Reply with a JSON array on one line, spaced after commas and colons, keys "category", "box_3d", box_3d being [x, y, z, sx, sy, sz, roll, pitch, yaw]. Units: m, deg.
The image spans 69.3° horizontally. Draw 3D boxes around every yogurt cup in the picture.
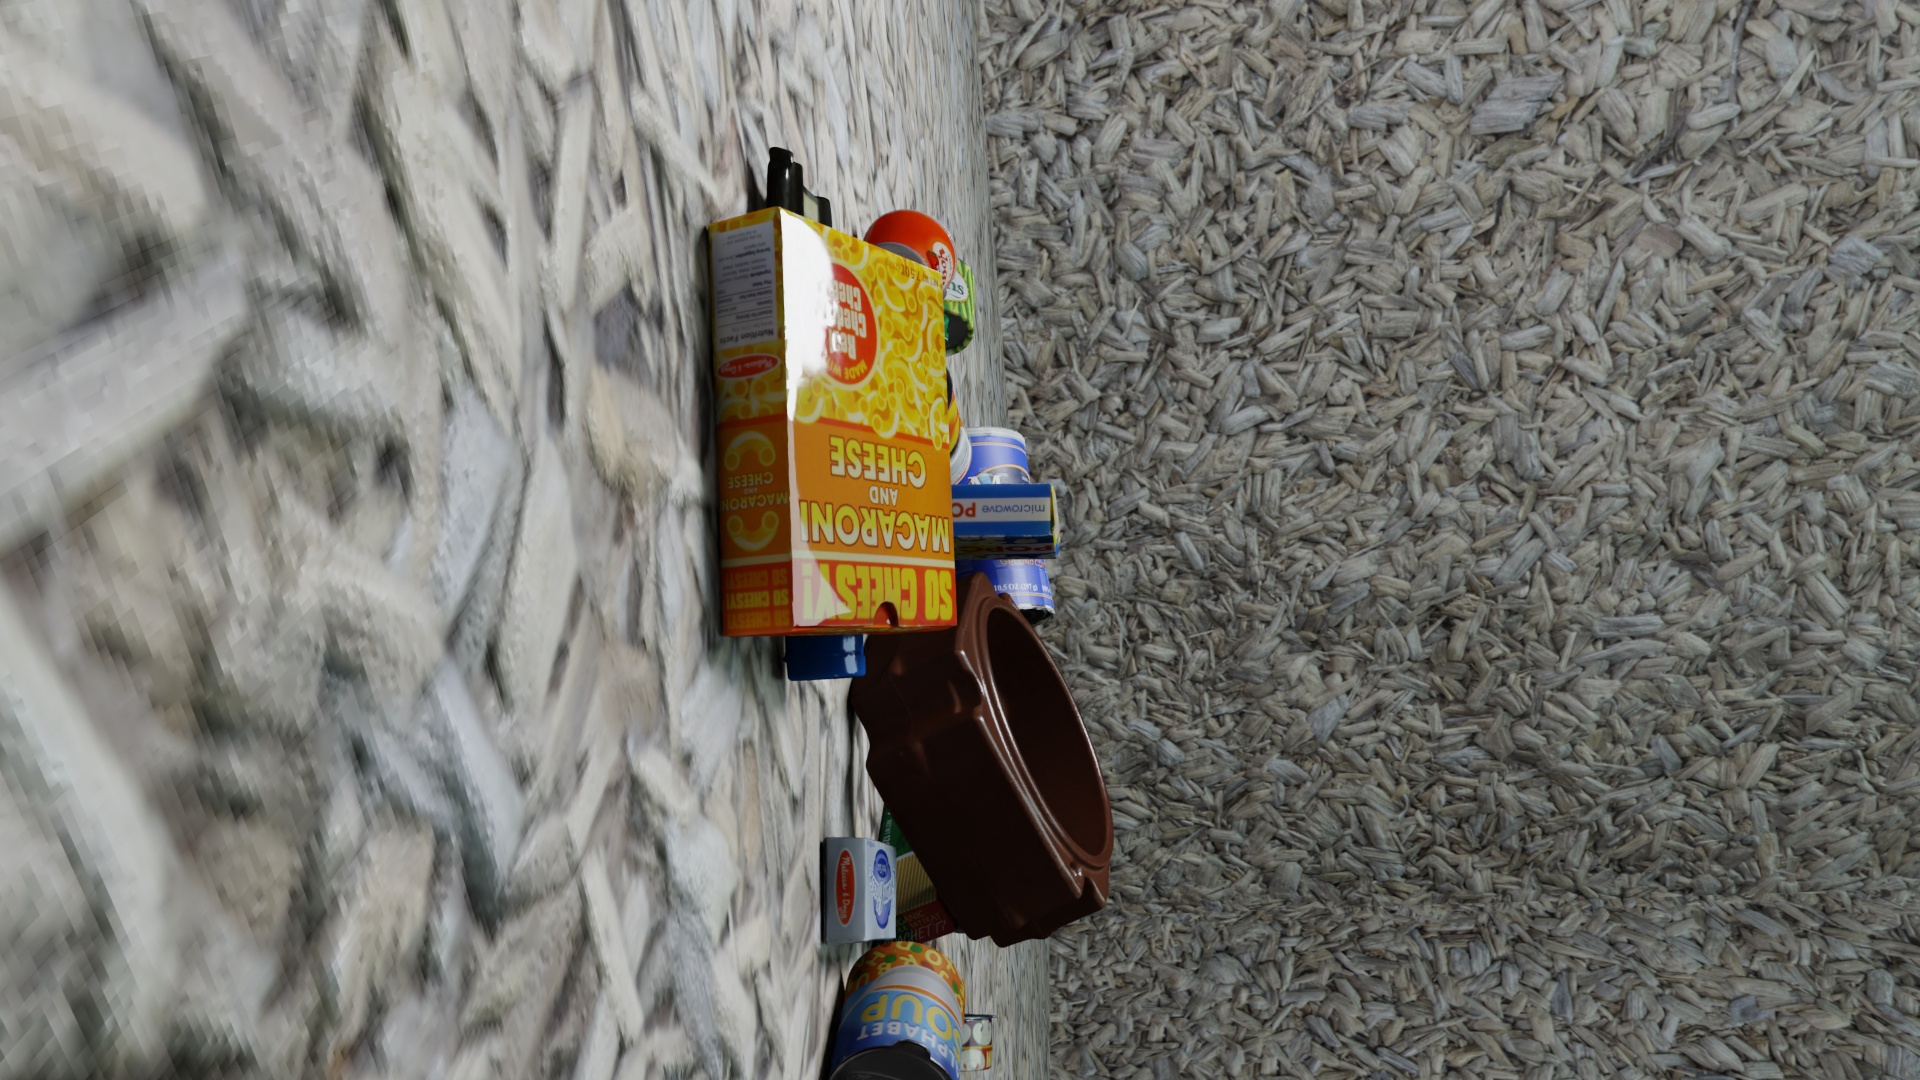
[{"category": "yogurt cup", "box_3d": [-0.040, -0.184, 0.939, 0.054, 0.072, 0.072, -70, 157, -58]}]

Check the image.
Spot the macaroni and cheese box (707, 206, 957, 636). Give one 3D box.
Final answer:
[{"category": "macaroni and cheese box", "box_3d": [-0.051, -0.043, 0.591, 0.124, 0.040, 0.166, 5, 80, -59]}]

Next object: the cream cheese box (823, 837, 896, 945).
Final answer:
[{"category": "cream cheese box", "box_3d": [-0.054, 0.190, 0.751, 0.103, 0.024, 0.053, 68, 21, -74]}]

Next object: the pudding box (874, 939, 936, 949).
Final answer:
[{"category": "pudding box", "box_3d": [-0.034, 0.263, 0.885, 0.084, 0.030, 0.049, -68, 155, -78]}]

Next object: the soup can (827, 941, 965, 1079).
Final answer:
[{"category": "soup can", "box_3d": [-0.030, 0.256, 0.714, 0.084, 0.071, 0.071, -82, 168, -68]}]

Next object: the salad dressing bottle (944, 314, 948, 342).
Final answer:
[{"category": "salad dressing bottle", "box_3d": [-0.040, -0.048, 0.708, 0.064, 0.044, 0.147, -91, -166, -65]}]

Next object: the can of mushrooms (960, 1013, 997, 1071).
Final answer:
[{"category": "can of mushrooms", "box_3d": [-0.010, 0.322, 0.894, 0.071, 0.071, 0.033, 71, 18, -72]}]

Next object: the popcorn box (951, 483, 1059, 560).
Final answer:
[{"category": "popcorn box", "box_3d": [0.003, -0.012, 0.948, 0.085, 0.127, 0.038, 61, 29, -78]}]

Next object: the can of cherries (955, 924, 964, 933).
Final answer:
[{"category": "can of cherries", "box_3d": [-0.007, 0.241, 1.003, 0.071, 0.071, 0.059, 82, 6, -45]}]

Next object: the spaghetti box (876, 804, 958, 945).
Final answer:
[{"category": "spaghetti box", "box_3d": [-0.023, 0.174, 0.934, 0.028, 0.050, 0.251, 61, 15, -22]}]

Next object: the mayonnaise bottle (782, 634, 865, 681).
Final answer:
[{"category": "mayonnaise bottle", "box_3d": [-0.065, -0.010, 0.647, 0.064, 0.041, 0.148, 32, 54, -79]}]

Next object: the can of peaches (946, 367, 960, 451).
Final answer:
[{"category": "can of peaches", "box_3d": [-0.033, -0.087, 0.904, 0.058, 0.071, 0.071, 75, 13, -70]}]

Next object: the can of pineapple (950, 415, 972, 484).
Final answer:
[{"category": "can of pineapple", "box_3d": [-0.029, -0.069, 0.982, 0.058, 0.071, 0.071, 61, 27, -79]}]

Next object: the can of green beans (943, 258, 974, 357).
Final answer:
[{"category": "can of green beans", "box_3d": [-0.022, -0.190, 1.123, 0.071, 0.071, 0.058, 79, 10, -59]}]
